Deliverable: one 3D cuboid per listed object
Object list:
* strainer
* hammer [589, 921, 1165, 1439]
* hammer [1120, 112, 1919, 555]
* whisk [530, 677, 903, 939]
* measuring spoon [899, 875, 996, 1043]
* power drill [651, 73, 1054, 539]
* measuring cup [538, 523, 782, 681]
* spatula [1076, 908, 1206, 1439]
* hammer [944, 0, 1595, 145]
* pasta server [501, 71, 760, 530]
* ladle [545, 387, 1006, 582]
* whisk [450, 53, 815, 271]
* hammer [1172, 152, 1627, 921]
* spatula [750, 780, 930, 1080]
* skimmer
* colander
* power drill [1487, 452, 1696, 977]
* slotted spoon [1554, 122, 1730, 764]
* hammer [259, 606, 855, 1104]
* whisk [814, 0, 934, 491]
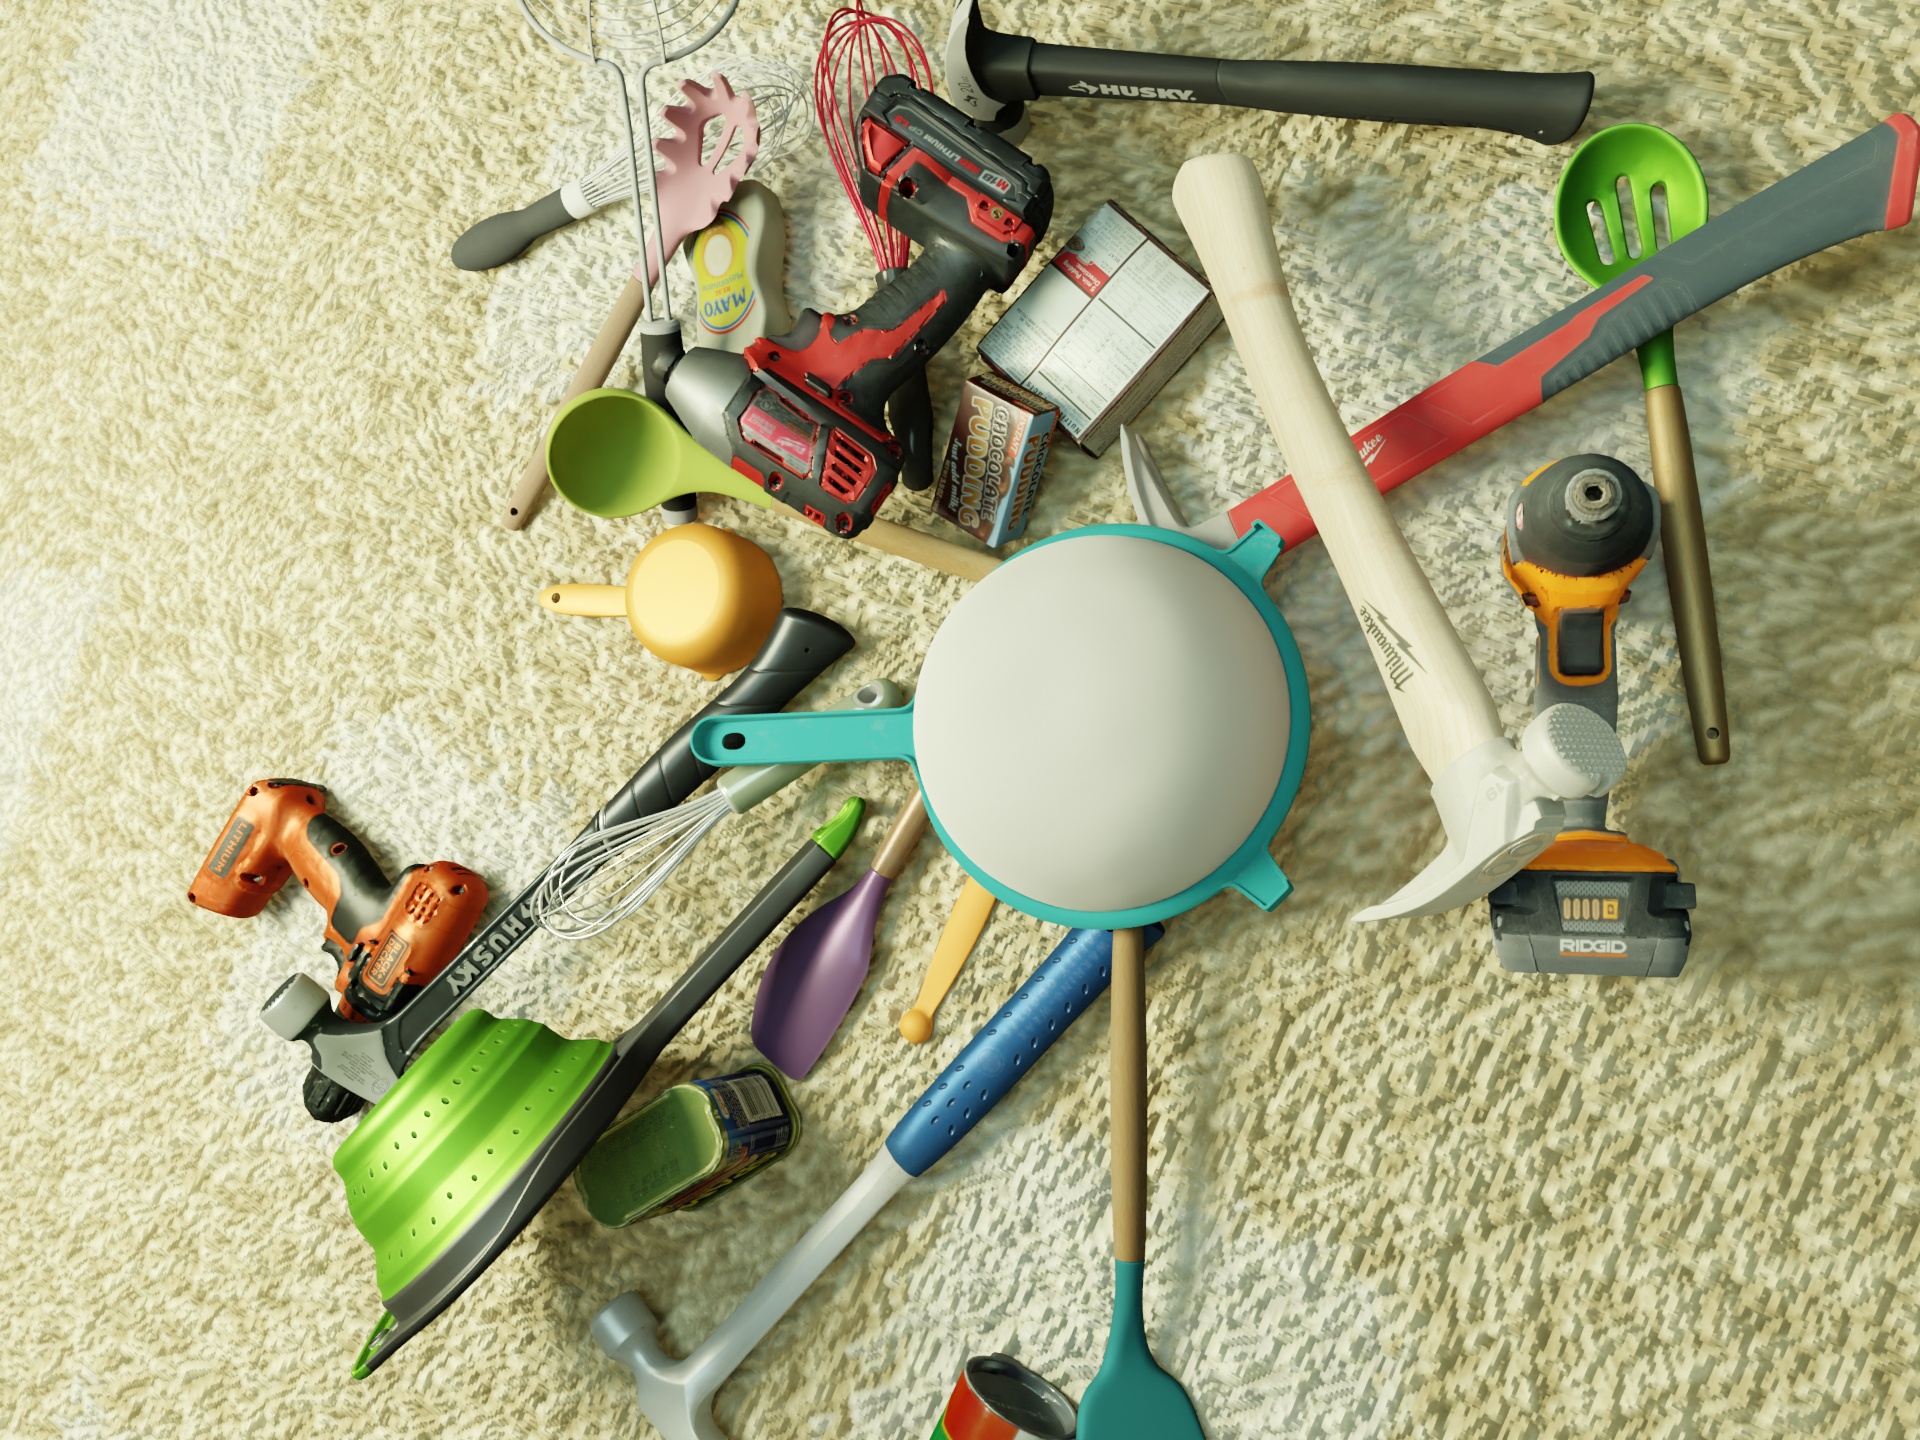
[{"bbox_3d":[-0.001,-0.003,0.801,0.340,0.095,0.211,-3,79,20],"label":"strainer"},{"bbox_3d":[-0.035,0.251,0.865,0.144,0.035,0.405,45,101,21],"label":"hammer"},{"bbox_3d":[0.260,-0.178,0.776,0.386,0.038,0.143,-31,71,23],"label":"hammer"},{"bbox_3d":[-0.138,0.049,0.907,0.246,0.059,0.058,-33,52,-2],"label":"whisk"},{"bbox_3d":[-0.005,0.126,0.882,0.021,0.011,0.117,27,93,23],"label":"measuring spoon"},{"bbox_3d":[-0.058,-0.222,0.854,0.143,0.078,0.220,32,86,-1],"label":"power drill"},{"bbox_3d":[-0.196,-0.076,0.965,0.174,0.052,0.095,3,84,21],"label":"measuring cup"},{"bbox_3d":[0.090,0.246,0.795,0.082,0.044,0.317,0,88,-12],"label":"spatula"},{"bbox_3d":[0.152,-0.334,0.827,0.335,0.146,0.035,10,85,15],"label":"hammer"},{"bbox_3d":[-0.210,-0.246,0.973,0.060,0.040,0.316,35,110,1],"label":"pasta server"},{"bbox_3d":[-0.084,-0.113,0.895,0.320,0.062,0.078,20,119,10],"label":"ladle"},{"bbox_3d":[-0.216,-0.345,1.013,0.284,0.070,0.070,-16,77,25],"label":"whisk"},{"bbox_3d":[0.169,-0.109,0.748,0.146,0.038,0.411,123,140,-49],"label":"hammer"},{"bbox_3d":[-0.033,0.062,0.892,0.060,0.018,0.316,36,102,26],"label":"spatula"},{"bbox_3d":[-0.177,-0.296,0.916,0.127,0.090,0.363,-4,121,-5],"label":"skimmer"},{"bbox_3d":[-0.214,0.166,0.875,0.094,0.204,0.397,44,82,-6],"label":"colander"},{"bbox_3d":[0.274,-0.004,0.703,0.084,0.164,0.226,-1,85,17],"label":"power drill"},{"bbox_3d":[0.340,-0.134,0.767,0.070,0.031,0.314,-8,82,22],"label":"slotted spoon"},{"bbox_3d":[-0.218,0.084,0.942,0.409,0.036,0.149,-43,106,5],"label":"hammer"},{"bbox_3d":[-0.040,-0.279,0.929,0.073,0.073,0.296,-9,85,21],"label":"whisk"}]
